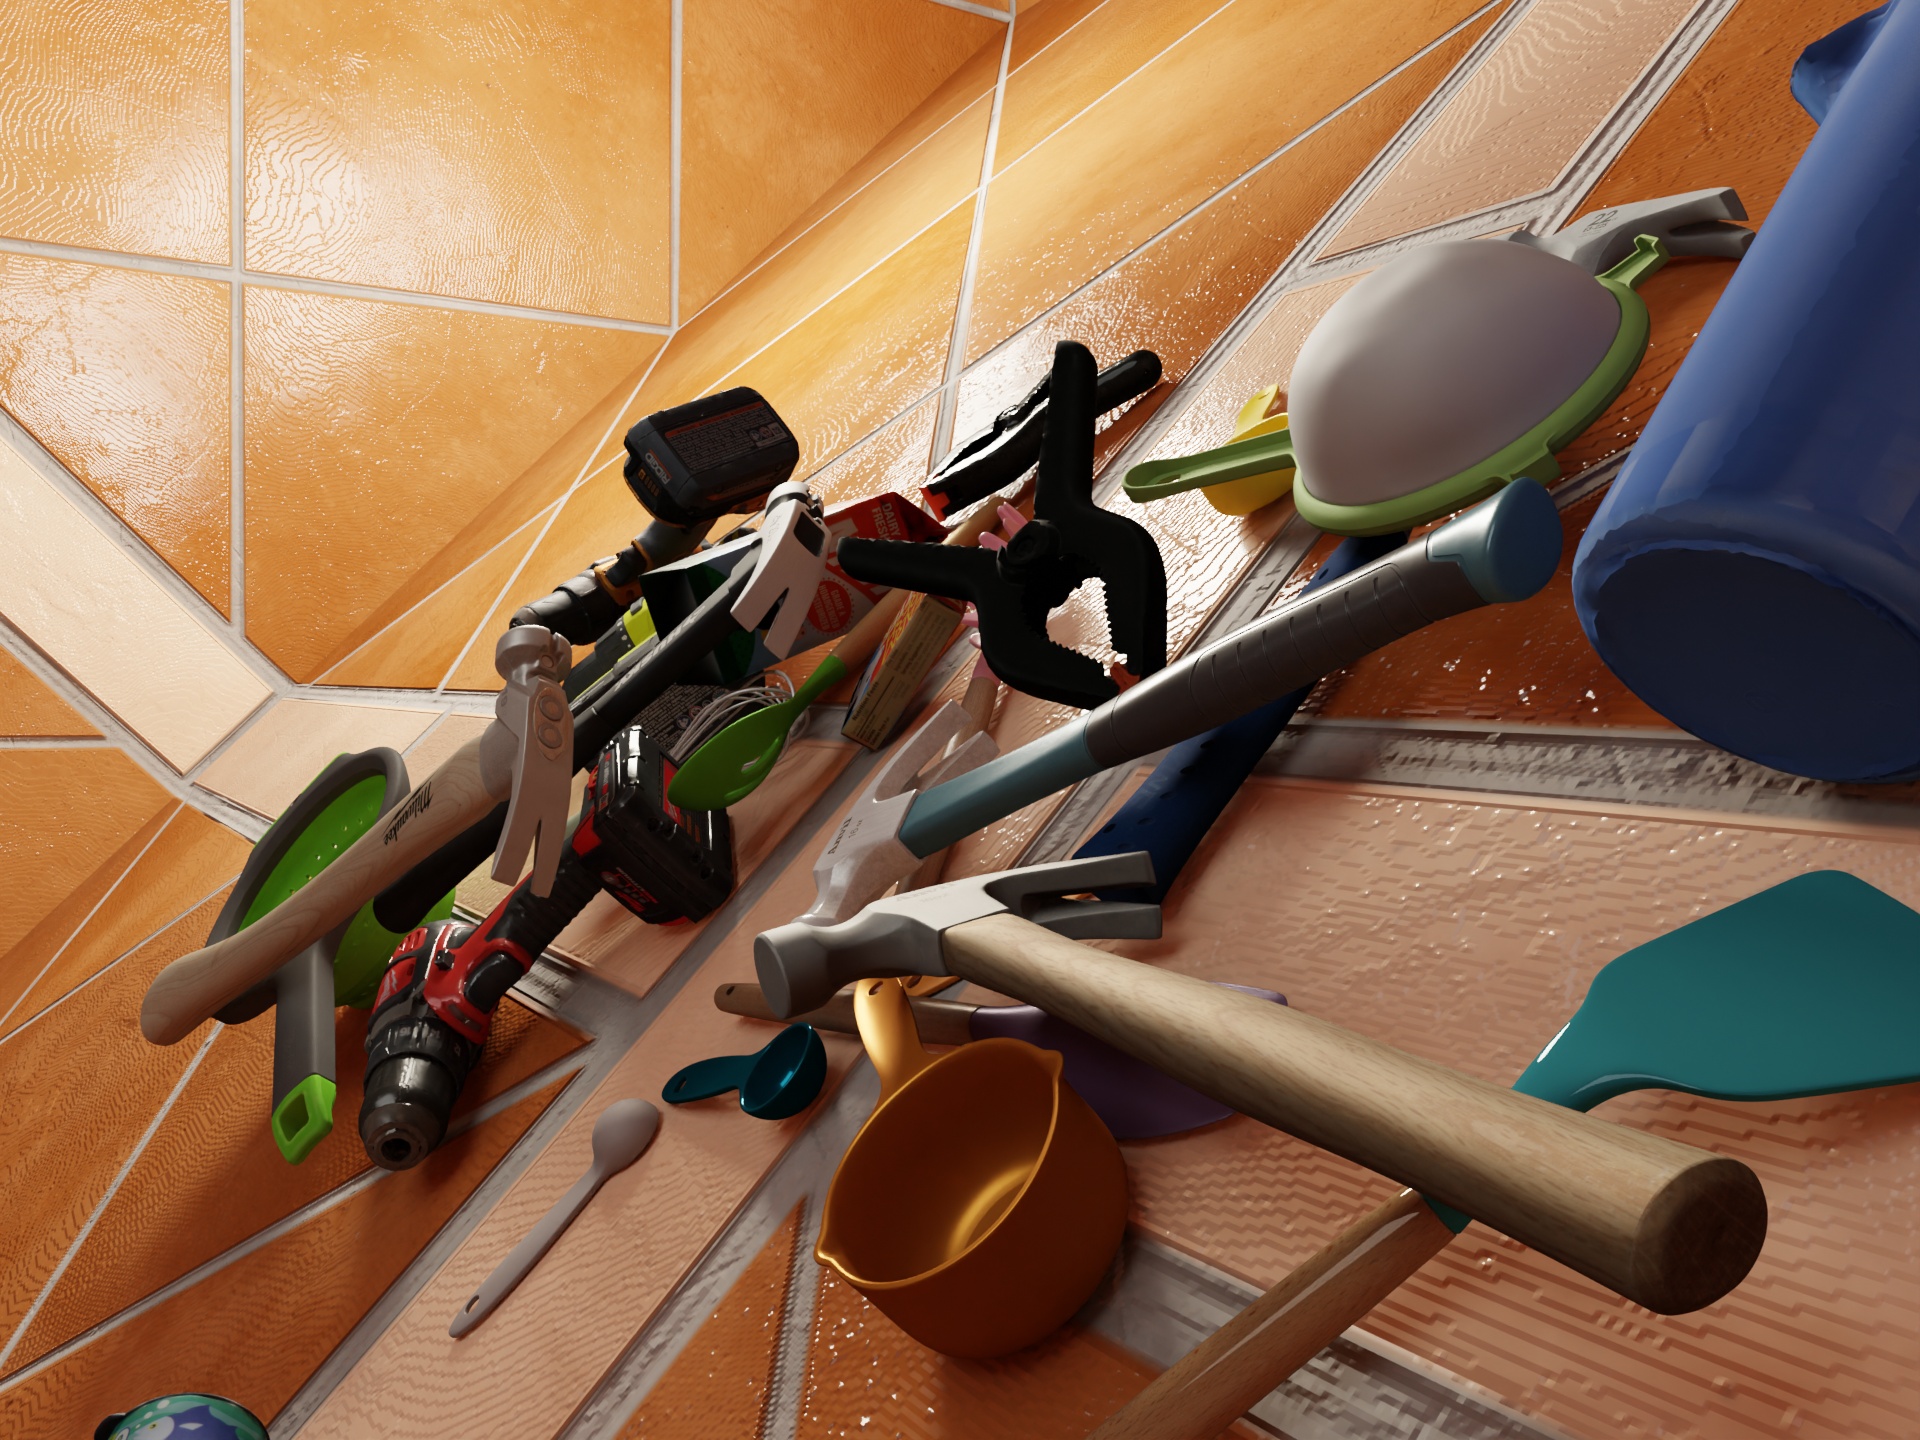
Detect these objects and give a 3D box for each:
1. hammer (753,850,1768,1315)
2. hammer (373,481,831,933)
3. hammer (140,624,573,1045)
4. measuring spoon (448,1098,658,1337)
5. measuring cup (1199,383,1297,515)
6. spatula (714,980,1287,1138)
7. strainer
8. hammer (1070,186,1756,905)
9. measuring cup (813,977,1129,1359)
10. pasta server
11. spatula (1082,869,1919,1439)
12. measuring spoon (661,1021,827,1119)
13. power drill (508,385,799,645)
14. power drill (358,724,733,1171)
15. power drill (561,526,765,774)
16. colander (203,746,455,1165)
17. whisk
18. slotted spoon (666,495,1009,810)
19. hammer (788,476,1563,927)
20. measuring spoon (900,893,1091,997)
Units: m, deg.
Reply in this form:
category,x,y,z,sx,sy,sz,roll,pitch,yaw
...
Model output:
category,x,y,z,sx,sy,sz,roll,pitch,yaw
hammer,0.061,0.082,0.431,0.130,0.031,0.331,-14,10,-26
hammer,-0.198,0.009,0.850,0.334,0.035,0.146,-39,23,16
hammer,-0.348,0.104,0.879,0.410,0.038,0.146,-32,48,31
measuring spoon,-0.179,0.211,0.685,0.124,0.018,0.034,-49,25,-17
measuring cup,0.157,-0.143,0.820,0.062,0.029,0.157,-28,14,26
spatula,-0.009,0.116,0.600,0.316,0.018,0.060,-6,45,51
strainer,0.150,-0.141,0.665,0.256,0.069,0.151,-7,40,50
hammer,0.181,-0.083,0.648,0.405,0.035,0.144,-50,25,-21
measuring cup,-0.002,0.134,0.518,0.095,0.052,0.174,-40,21,1
pasta server,-0.001,-0.002,0.777,0.060,0.040,0.316,-54,11,41
spatula,0.102,0.141,0.386,0.317,0.044,0.082,-42,23,8
measuring spoon,-0.091,0.154,0.667,0.128,0.021,0.042,-24,30,52
power drill,-0.235,-0.136,1.189,0.185,0.084,0.226,-30,-11,-42
power drill,-0.231,0.124,0.853,0.226,0.080,0.188,-40,23,7
power drill,-0.208,-0.036,1.102,0.190,0.080,0.229,-35,21,9
colander,-0.381,0.158,1.001,0.204,0.094,0.397,-47,32,3
whisk,-0.183,0.037,0.972,0.246,0.057,0.059,-29,54,33
slotted spoon,-0.055,-0.046,0.908,0.314,0.031,0.070,-48,-11,-38
hammer,0.063,0.002,0.585,0.331,0.033,0.128,-28,25,38
measuring spoon,0.016,0.082,0.632,0.117,0.011,0.021,-33,24,17
